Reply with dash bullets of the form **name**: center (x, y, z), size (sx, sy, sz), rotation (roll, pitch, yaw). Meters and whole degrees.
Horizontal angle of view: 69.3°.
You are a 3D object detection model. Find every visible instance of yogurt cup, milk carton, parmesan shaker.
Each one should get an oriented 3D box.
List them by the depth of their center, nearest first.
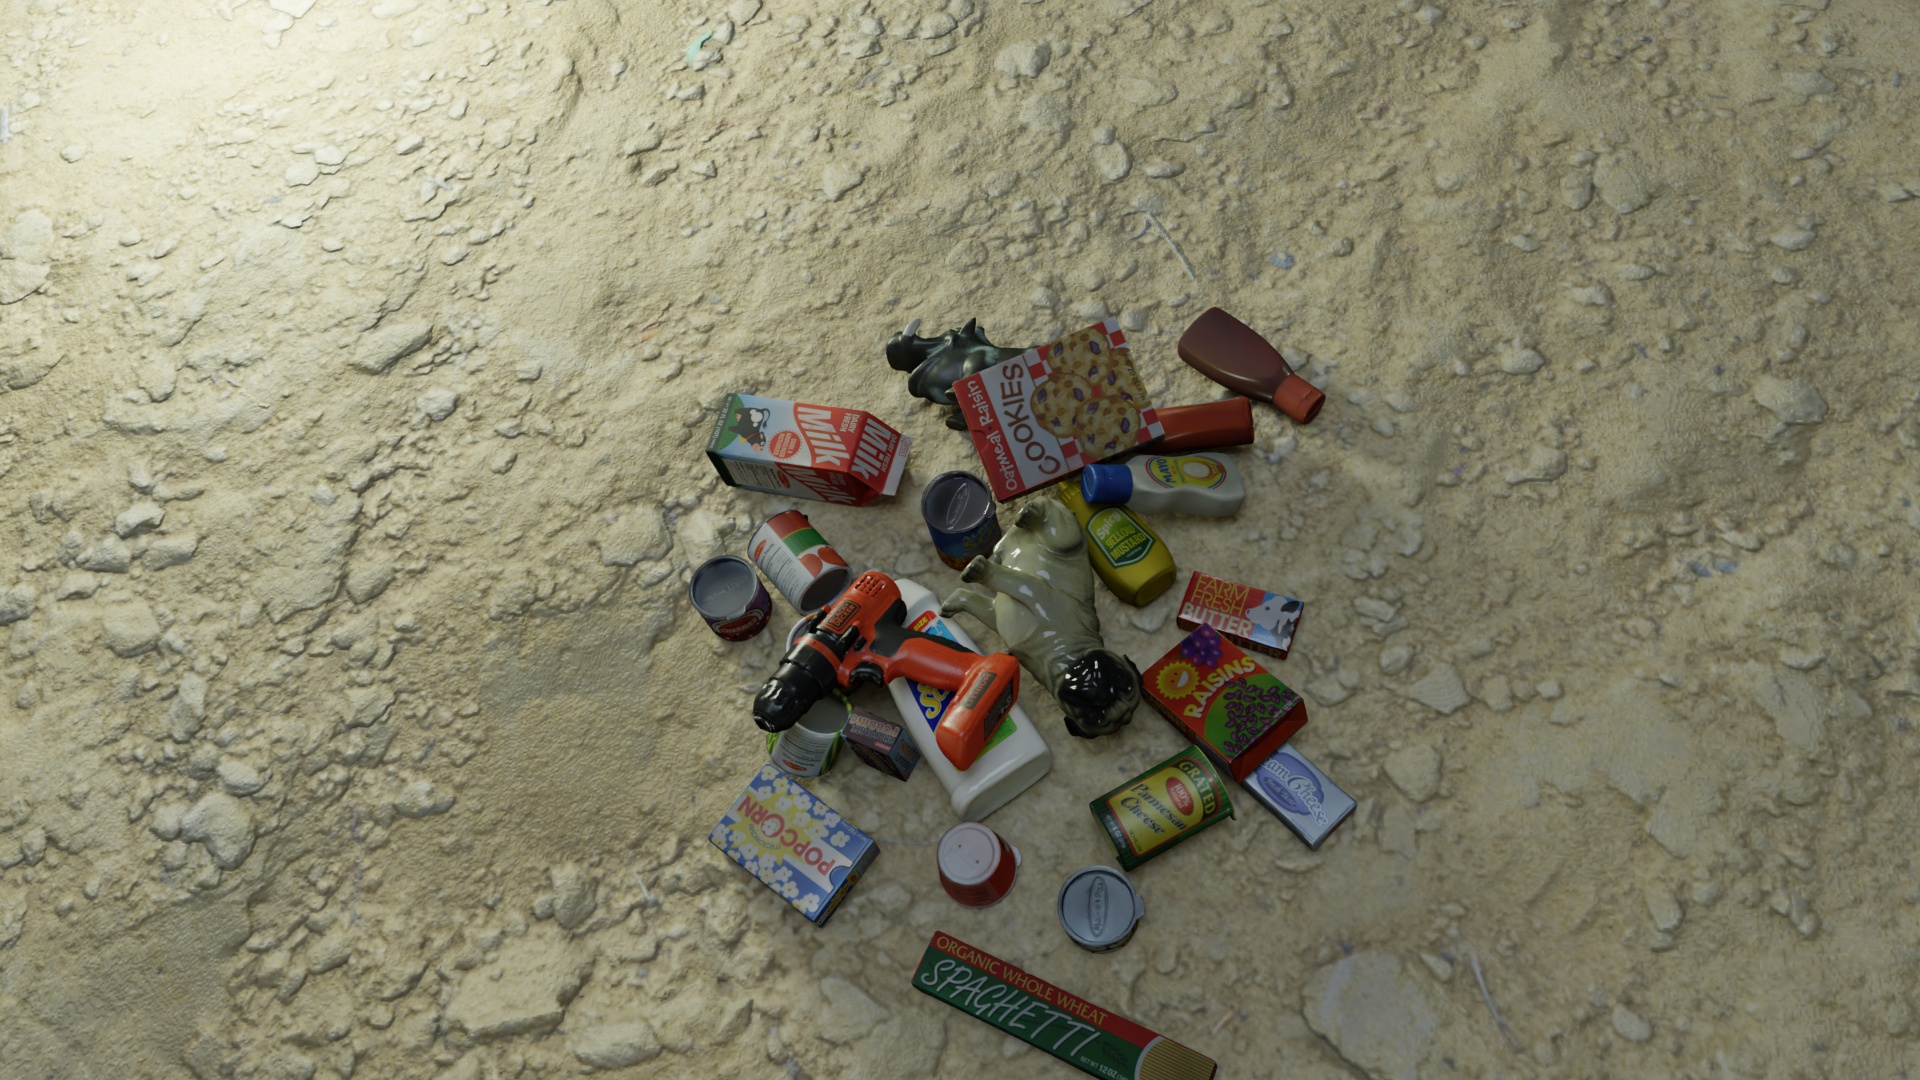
- **parmesan shaker**: center (0.169, 0.227, 1.161), size (0.103, 0.071, 0.071), rotation (-28, 61, -5)
- **yogurt cup**: center (0.011, 0.271, 1.171), size (0.072, 0.053, 0.073), rotation (-4, 62, 8)
- **milk carton**: center (-0.146, -0.088, 1.378), size (0.191, 0.073, 0.072), rotation (10, 64, 14)

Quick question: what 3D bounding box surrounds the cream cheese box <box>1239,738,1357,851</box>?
- **cream cheese box**: center (0.277, 0.207, 1.176), size (0.053, 0.024, 0.104), rotation (-41, 63, -13)

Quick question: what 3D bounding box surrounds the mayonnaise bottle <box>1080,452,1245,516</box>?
- **mayonnaise bottle**: center (0.187, -0.052, 1.290), size (0.148, 0.041, 0.065), rotation (0, 49, -17)

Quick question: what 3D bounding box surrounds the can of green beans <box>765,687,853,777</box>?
- **can of green beans**: center (-0.134, 0.167, 1.234), size (0.071, 0.057, 0.071), rotation (16, 38, -13)

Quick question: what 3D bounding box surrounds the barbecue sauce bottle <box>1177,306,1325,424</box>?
- **barbecue sauce bottle**: center (0.288, -0.168, 1.364), size (0.149, 0.043, 0.065), rotation (39, 75, 25)

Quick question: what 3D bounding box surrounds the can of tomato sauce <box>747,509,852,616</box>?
- **can of tomato sauce**: center (-0.151, 0.021, 1.326), size (0.071, 0.071, 0.083), rotation (-39, 64, -11)

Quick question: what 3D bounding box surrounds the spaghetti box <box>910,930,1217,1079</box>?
- **spaghetti box**: center (0.079, 0.387, 1.112), size (0.250, 0.028, 0.050), rotation (20, 67, 19)

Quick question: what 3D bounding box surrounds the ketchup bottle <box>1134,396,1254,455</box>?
- **ketchup bottle**: center (0.205, -0.106, 1.336), size (0.149, 0.064, 0.043), rotation (-6, 78, 16)

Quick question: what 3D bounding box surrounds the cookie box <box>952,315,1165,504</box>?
- **cookie box**: center (0.091, -0.121, 1.305), size (0.167, 0.040, 0.123), rotation (-22, 81, 4)

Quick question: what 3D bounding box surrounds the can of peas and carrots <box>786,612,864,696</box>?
- **can of peas and carrots**: center (-0.119, 0.106, 1.278), size (0.071, 0.058, 0.071), rotation (-4, 62, 8)

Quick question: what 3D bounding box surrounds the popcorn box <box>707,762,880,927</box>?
- **popcorn box**: center (-0.145, 0.264, 1.211), size (0.127, 0.038, 0.085), rotation (31, 70, 23)

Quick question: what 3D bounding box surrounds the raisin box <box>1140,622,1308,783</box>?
- **raisin box**: center (0.224, 0.137, 1.197), size (0.086, 0.040, 0.124), rotation (-39, 46, -10)

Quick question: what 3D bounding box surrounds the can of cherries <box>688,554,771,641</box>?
- **can of cherries**: center (-0.218, 0.058, 1.322), size (0.071, 0.058, 0.072), rotation (-4, 61, 7)

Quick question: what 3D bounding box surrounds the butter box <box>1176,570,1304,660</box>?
- **butter box**: center (0.252, 0.067, 1.255), size (0.103, 0.024, 0.053), rotation (16, 66, 17)

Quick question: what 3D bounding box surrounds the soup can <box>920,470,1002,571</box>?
- **soup can**: center (0.005, -0.016, 1.308), size (0.071, 0.083, 0.071), rotation (-4, 62, 8)

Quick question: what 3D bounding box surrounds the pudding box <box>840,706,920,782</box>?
- **pudding box**: center (-0.069, 0.179, 1.217), size (0.050, 0.083, 0.030), rotation (21, 69, 19)

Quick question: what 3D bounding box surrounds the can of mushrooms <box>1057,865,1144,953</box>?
- **can of mushrooms**: center (0.117, 0.305, 1.146), size (0.071, 0.033, 0.071), rotation (-4, 61, 8)

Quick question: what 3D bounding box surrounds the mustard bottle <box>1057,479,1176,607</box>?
- **mustard bottle**: center (0.133, -0.010, 1.302), size (0.065, 0.048, 0.160), rotation (-34, 62, -12)
